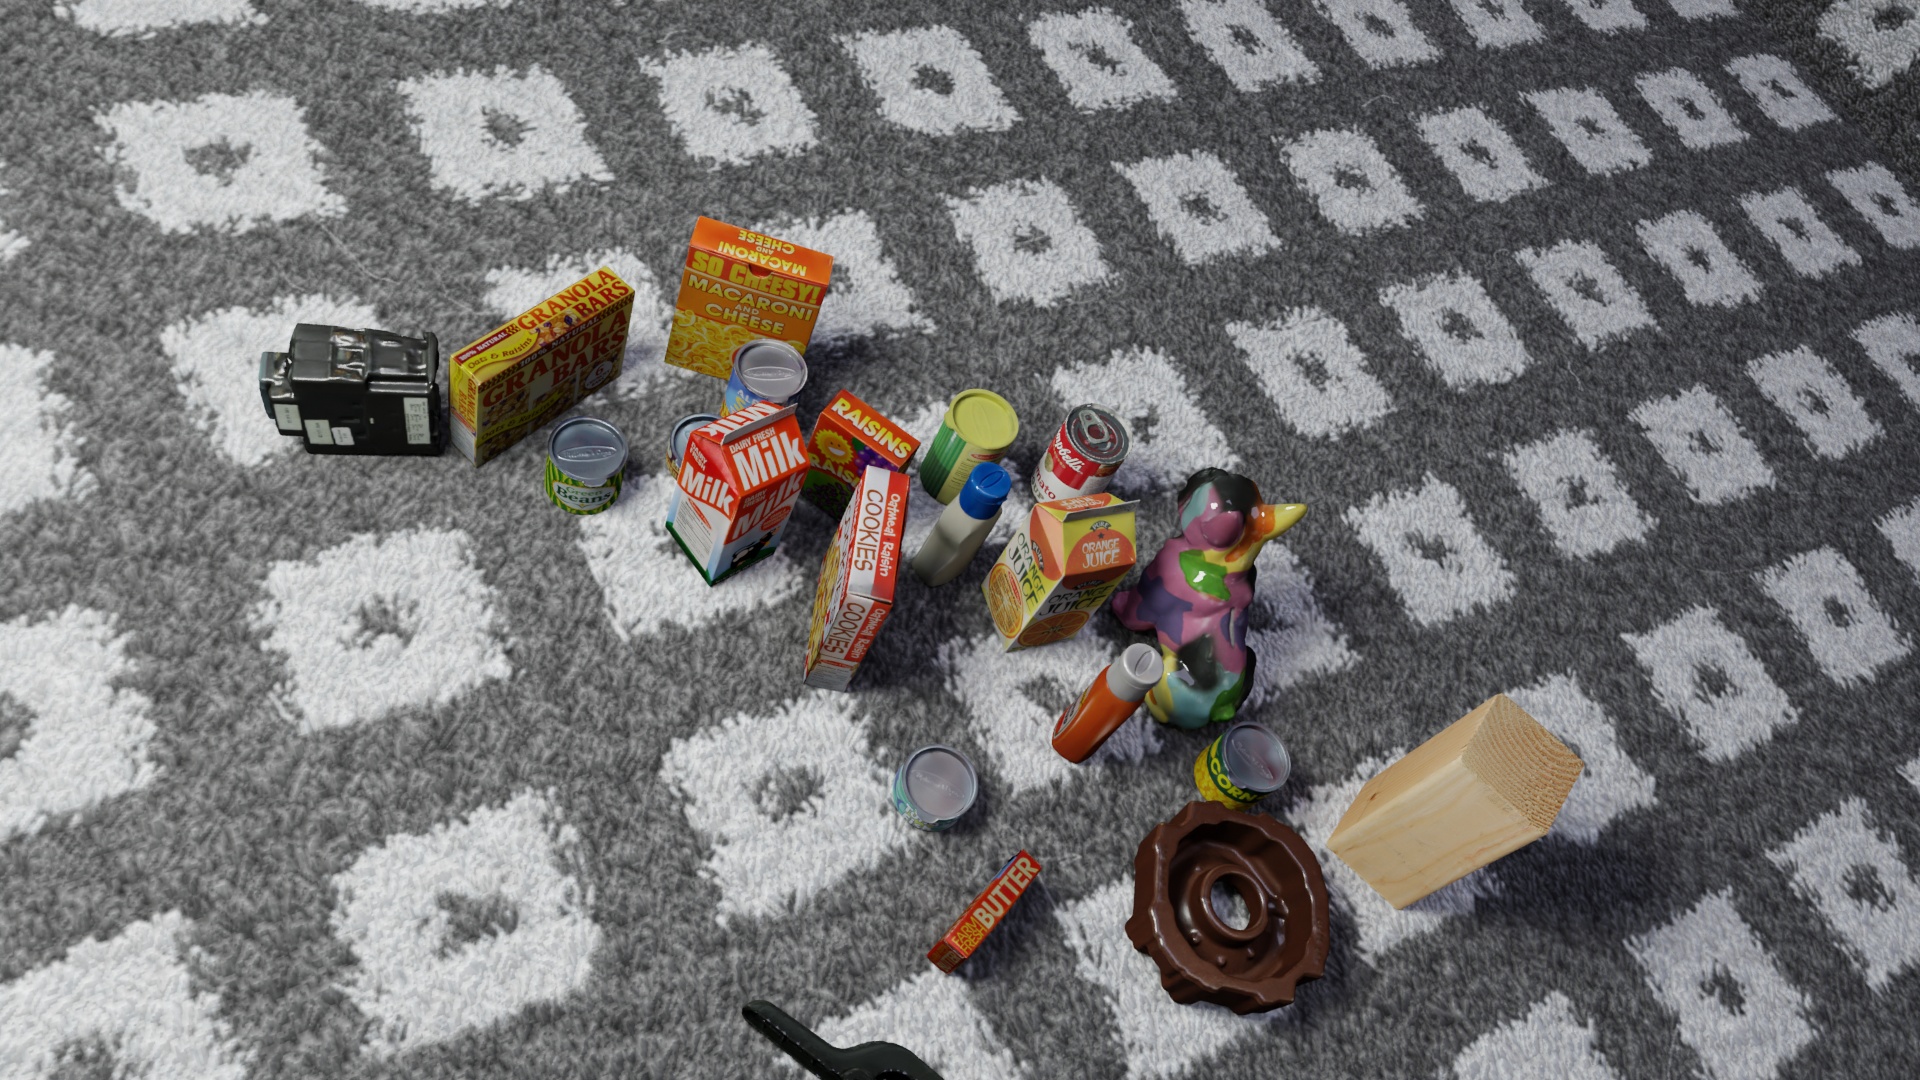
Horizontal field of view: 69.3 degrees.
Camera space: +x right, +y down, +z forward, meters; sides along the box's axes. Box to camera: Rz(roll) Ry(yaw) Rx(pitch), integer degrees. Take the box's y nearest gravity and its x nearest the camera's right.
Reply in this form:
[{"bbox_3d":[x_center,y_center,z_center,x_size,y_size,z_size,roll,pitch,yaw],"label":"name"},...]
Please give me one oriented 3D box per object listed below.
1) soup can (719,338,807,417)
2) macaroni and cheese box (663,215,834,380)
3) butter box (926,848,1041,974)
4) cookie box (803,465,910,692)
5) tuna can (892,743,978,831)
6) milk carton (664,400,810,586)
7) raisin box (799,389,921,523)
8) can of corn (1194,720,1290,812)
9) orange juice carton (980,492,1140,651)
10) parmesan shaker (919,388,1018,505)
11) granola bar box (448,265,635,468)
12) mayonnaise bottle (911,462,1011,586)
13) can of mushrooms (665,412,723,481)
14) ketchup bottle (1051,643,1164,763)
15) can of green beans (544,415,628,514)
[{"bbox_3d":[-0.180,-0.131,1.266,0.071,0.083,0.071,10,57,-15],"label":"soup can"},{"bbox_3d":[-0.194,-0.207,1.258,0.124,0.165,0.040,15,56,-11],"label":"macaroni and cheese box"},{"bbox_3d":[0.019,0.293,1.095,0.024,0.053,0.104,42,55,8],"label":"butter box"},{"bbox_3d":[-0.086,0.034,1.147,0.040,0.166,0.123,14,56,-12],"label":"cookie box"},{"bbox_3d":[-0.022,0.206,1.146,0.071,0.032,0.071,9,57,-15],"label":"tuna can"},{"bbox_3d":[-0.183,-0.047,1.148,0.072,0.189,0.073,-30,73,-32],"label":"milk carton"},{"bbox_3d":[-0.094,-0.067,1.234,0.086,0.122,0.040,36,54,3],"label":"raisin box"},{"bbox_3d":[0.248,0.203,1.233,0.071,0.058,0.071,9,57,-15],"label":"can of corn"},{"bbox_3d":[0.089,0.020,1.205,0.072,0.191,0.073,-8,63,-25],"label":"orange juice carton"},{"bbox_3d":[0.004,-0.085,1.294,0.071,0.102,0.071,10,57,-15],"label":"parmesan shaker"},{"bbox_3d":[-0.359,-0.149,1.187,0.039,0.123,0.166,42,55,8],"label":"granola bar box"},{"bbox_3d":[0.004,-0.015,1.223,0.065,0.147,0.041,-34,76,-33],"label":"mayonnaise bottle"},{"bbox_3d":[-0.231,-0.077,1.245,0.071,0.033,0.071,9,57,-15],"label":"can of mushrooms"},{"bbox_3d":[0.126,0.135,1.175,0.043,0.148,0.065,36,54,3],"label":"ketchup bottle"},{"bbox_3d":[-0.321,-0.063,1.188,0.071,0.057,0.071,9,57,-15],"label":"can of green beans"}]
